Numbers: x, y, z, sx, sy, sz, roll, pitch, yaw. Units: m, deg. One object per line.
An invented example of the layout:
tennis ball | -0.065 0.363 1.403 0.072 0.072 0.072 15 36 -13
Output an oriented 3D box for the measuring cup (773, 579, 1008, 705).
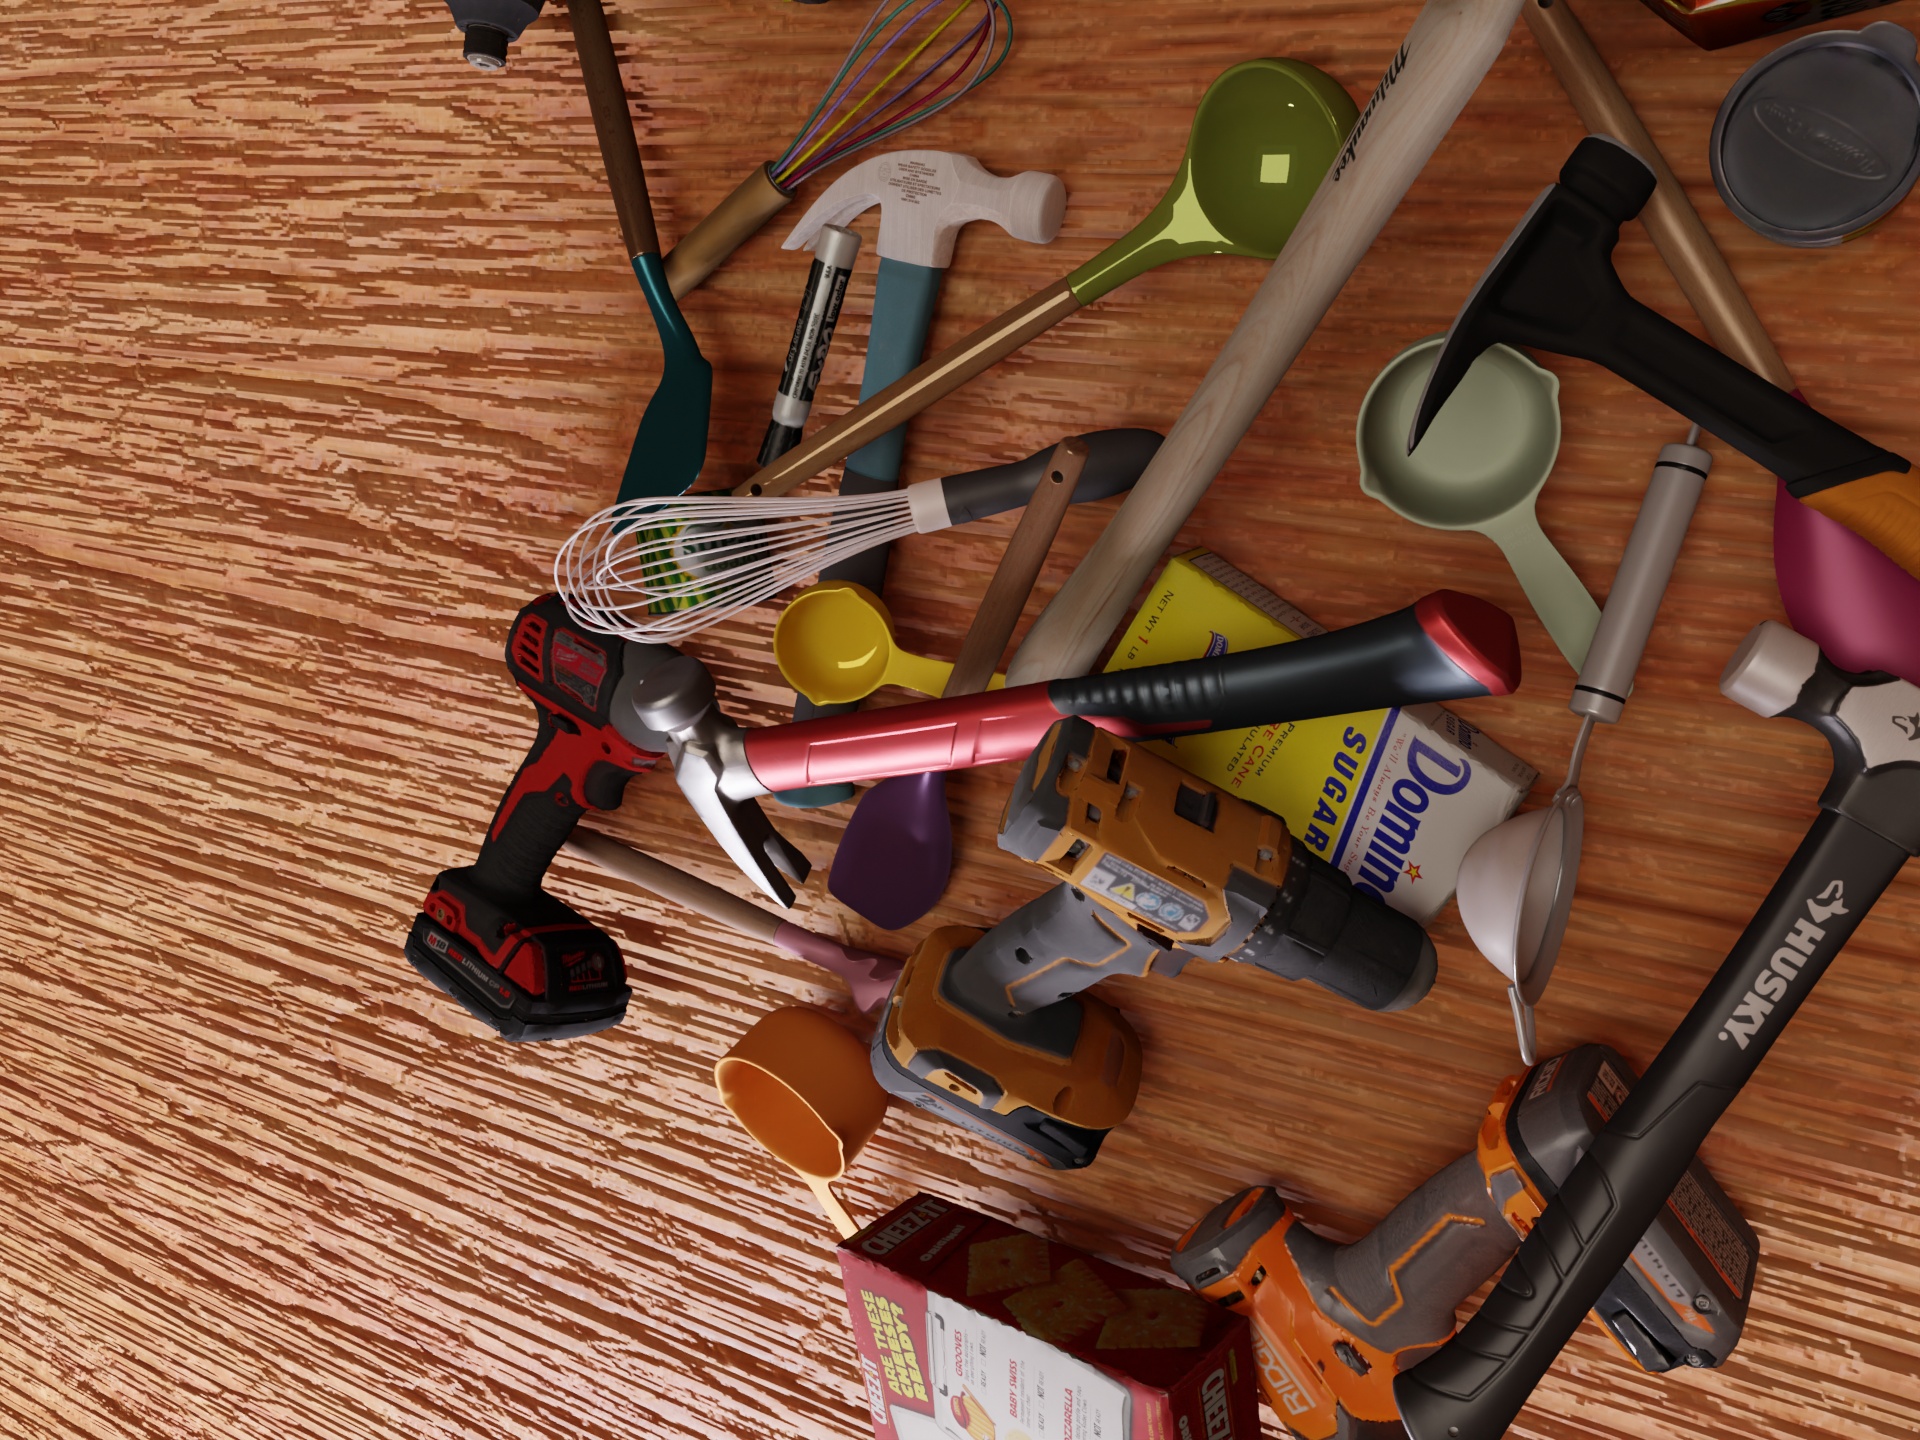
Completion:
measuring cup | -0.012 -0.026 0.761 0.156 0.029 0.062 16 114 -4

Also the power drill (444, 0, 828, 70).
power drill | -0.149 -0.391 0.729 0.223 0.080 0.171 9 94 28

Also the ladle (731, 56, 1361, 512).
ladle | 0.024 -0.170 0.680 0.320 0.062 0.078 -28 93 21

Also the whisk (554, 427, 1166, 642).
whisk | -0.045 -0.089 0.718 0.284 0.070 0.070 -13 96 4

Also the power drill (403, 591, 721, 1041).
power drill | -0.206 0.053 0.856 0.143 0.078 0.219 26 100 30

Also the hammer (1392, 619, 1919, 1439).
hammer | 0.265 0.142 0.577 0.146 0.035 0.335 32 98 12

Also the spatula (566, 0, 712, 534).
spatula | -0.168 -0.251 0.778 0.082 0.044 0.317 -21 81 46

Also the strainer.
strainer | 0.239 0.001 0.608 0.050 0.086 0.258 20 92 32

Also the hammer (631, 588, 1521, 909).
hammer | 0.043 0.011 0.687 0.386 0.038 0.143 -8 128 29

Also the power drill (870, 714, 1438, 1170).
power drill | 0.076 0.112 0.693 0.185 0.084 0.226 27 134 -6

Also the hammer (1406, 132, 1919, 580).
hammer | 0.324 -0.064 0.551 0.337 0.034 0.127 35 97 10

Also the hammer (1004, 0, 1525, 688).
hammer | 0.109 -0.131 0.592 0.038 0.146 0.410 23 133 -8

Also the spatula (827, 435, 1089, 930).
spatula | -0.001 -0.002 0.738 0.060 0.018 0.315 32 132 8

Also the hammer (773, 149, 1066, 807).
hammer | -0.045 -0.107 0.774 0.128 0.033 0.331 21 111 23

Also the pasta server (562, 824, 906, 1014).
pasta server | -0.124 0.111 0.866 0.316 0.040 0.060 20 139 25

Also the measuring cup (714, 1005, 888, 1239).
measuring cup | -0.065 0.227 0.860 0.095 0.052 0.173 4 130 42

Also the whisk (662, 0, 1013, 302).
whisk | -0.068 -0.269 0.750 0.245 0.051 0.047 -29 52 35

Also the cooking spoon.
cooking spoon | 0.287 -0.140 0.585 0.069 0.017 0.319 -29 84 11

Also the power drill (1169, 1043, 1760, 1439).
power drill | 0.219 0.254 0.688 0.226 0.084 0.164 -40 82 34

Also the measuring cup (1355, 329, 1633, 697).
measuring cup | 0.223 -0.081 0.637 0.083 0.038 0.167 -30 102 28
